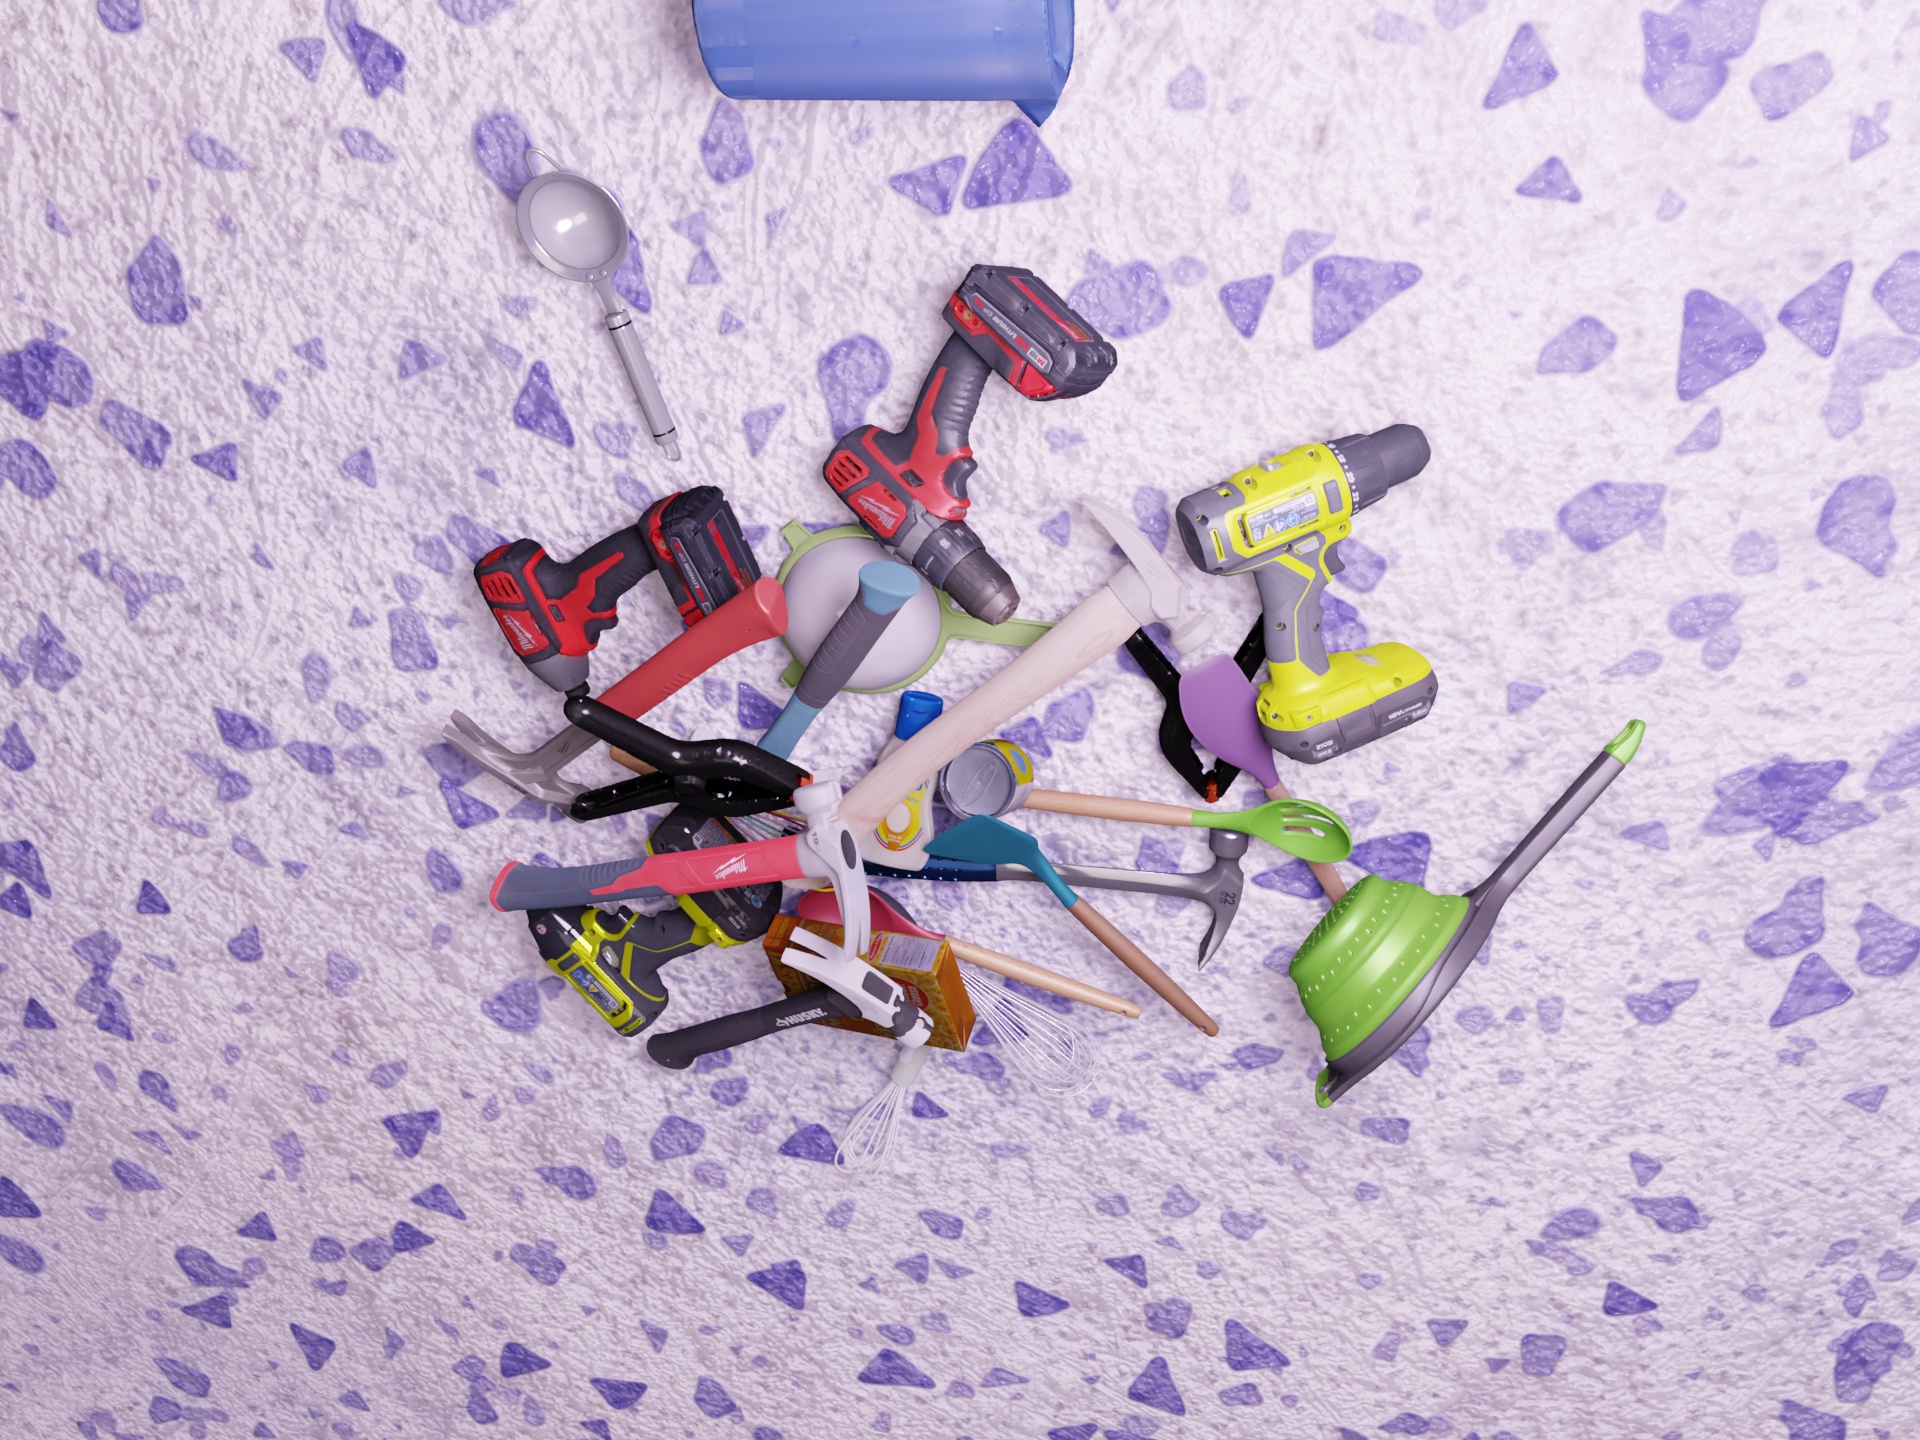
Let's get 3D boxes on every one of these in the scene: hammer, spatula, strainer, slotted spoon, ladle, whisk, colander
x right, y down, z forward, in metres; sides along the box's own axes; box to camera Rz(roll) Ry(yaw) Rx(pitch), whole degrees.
[{"bbox_3d":[0.043,0.136,1.397,0.405,0.035,0.144,4,118,7],"label":"hammer"},{"bbox_3d":[-0.248,0.146,1.349,0.386,0.038,0.143,-10,95,30],"label":"hammer"},{"bbox_3d":[0.266,0.071,1.313,0.060,0.018,0.315,-30,118,13],"label":"spatula"},{"bbox_3d":[-0.265,-0.314,1.212,0.087,0.050,0.258,-7,122,20],"label":"strainer"},{"bbox_3d":[0.168,0.076,1.322,0.314,0.031,0.070,5,136,20],"label":"slotted spoon"},{"bbox_3d":[0.009,0.205,1.400,0.315,0.031,0.069,19,130,2],"label":"ladle"},{"bbox_3d":[-0.059,0.347,1.520,0.059,0.058,0.246,7,120,-34],"label":"whisk"},{"bbox_3d":[-0.272,-0.026,1.294,0.149,0.037,0.359,38,132,-26],"label":"hammer"},{"bbox_3d":[0.014,0.241,1.449,0.284,0.070,0.070,40,116,-6],"label":"whisk"},{"bbox_3d":[0.109,0.180,1.363,0.317,0.044,0.082,42,133,-15],"label":"spatula"},{"bbox_3d":[-0.184,0.270,1.440,0.146,0.035,0.335,42,138,-24],"label":"hammer"},{"bbox_3d":[-0.116,-0.026,1.272,0.128,0.033,0.331,28,142,-10],"label":"hammer"},{"bbox_3d":[-0.034,-0.070,1.282,0.256,0.069,0.151,8,118,7],"label":"strainer"},{"bbox_3d":[-0.002,-0.004,1.268,0.410,0.038,0.146,-38,101,16],"label":"hammer"},{"bbox_3d":[0.387,0.131,1.286,0.094,0.204,0.397,40,99,8],"label":"colander"},{"bbox_3d":[-0.200,0.081,1.383,0.245,0.051,0.047,27,103,9],"label":"whisk"}]

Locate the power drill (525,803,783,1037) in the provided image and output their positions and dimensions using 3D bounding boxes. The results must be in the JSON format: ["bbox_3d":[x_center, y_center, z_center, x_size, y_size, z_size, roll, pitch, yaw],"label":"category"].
[{"bbox_3d":[-0.287,0.176,1.451,0.223,0.080,0.171,-35,102,26],"label":"power drill"}]

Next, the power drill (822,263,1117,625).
[{"bbox_3d":[0.017,-0.199,1.174,0.188,0.080,0.226,46,119,12],"label":"power drill"}]

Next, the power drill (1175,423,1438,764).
[{"bbox_3d":[0.281,-0.100,1.199,0.190,0.080,0.228,-23,114,-4],"label":"power drill"}]

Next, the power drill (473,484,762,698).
[{"bbox_3d":[-0.279,-0.100,1.307,0.219,0.079,0.143,-15,114,19],"label":"power drill"}]
